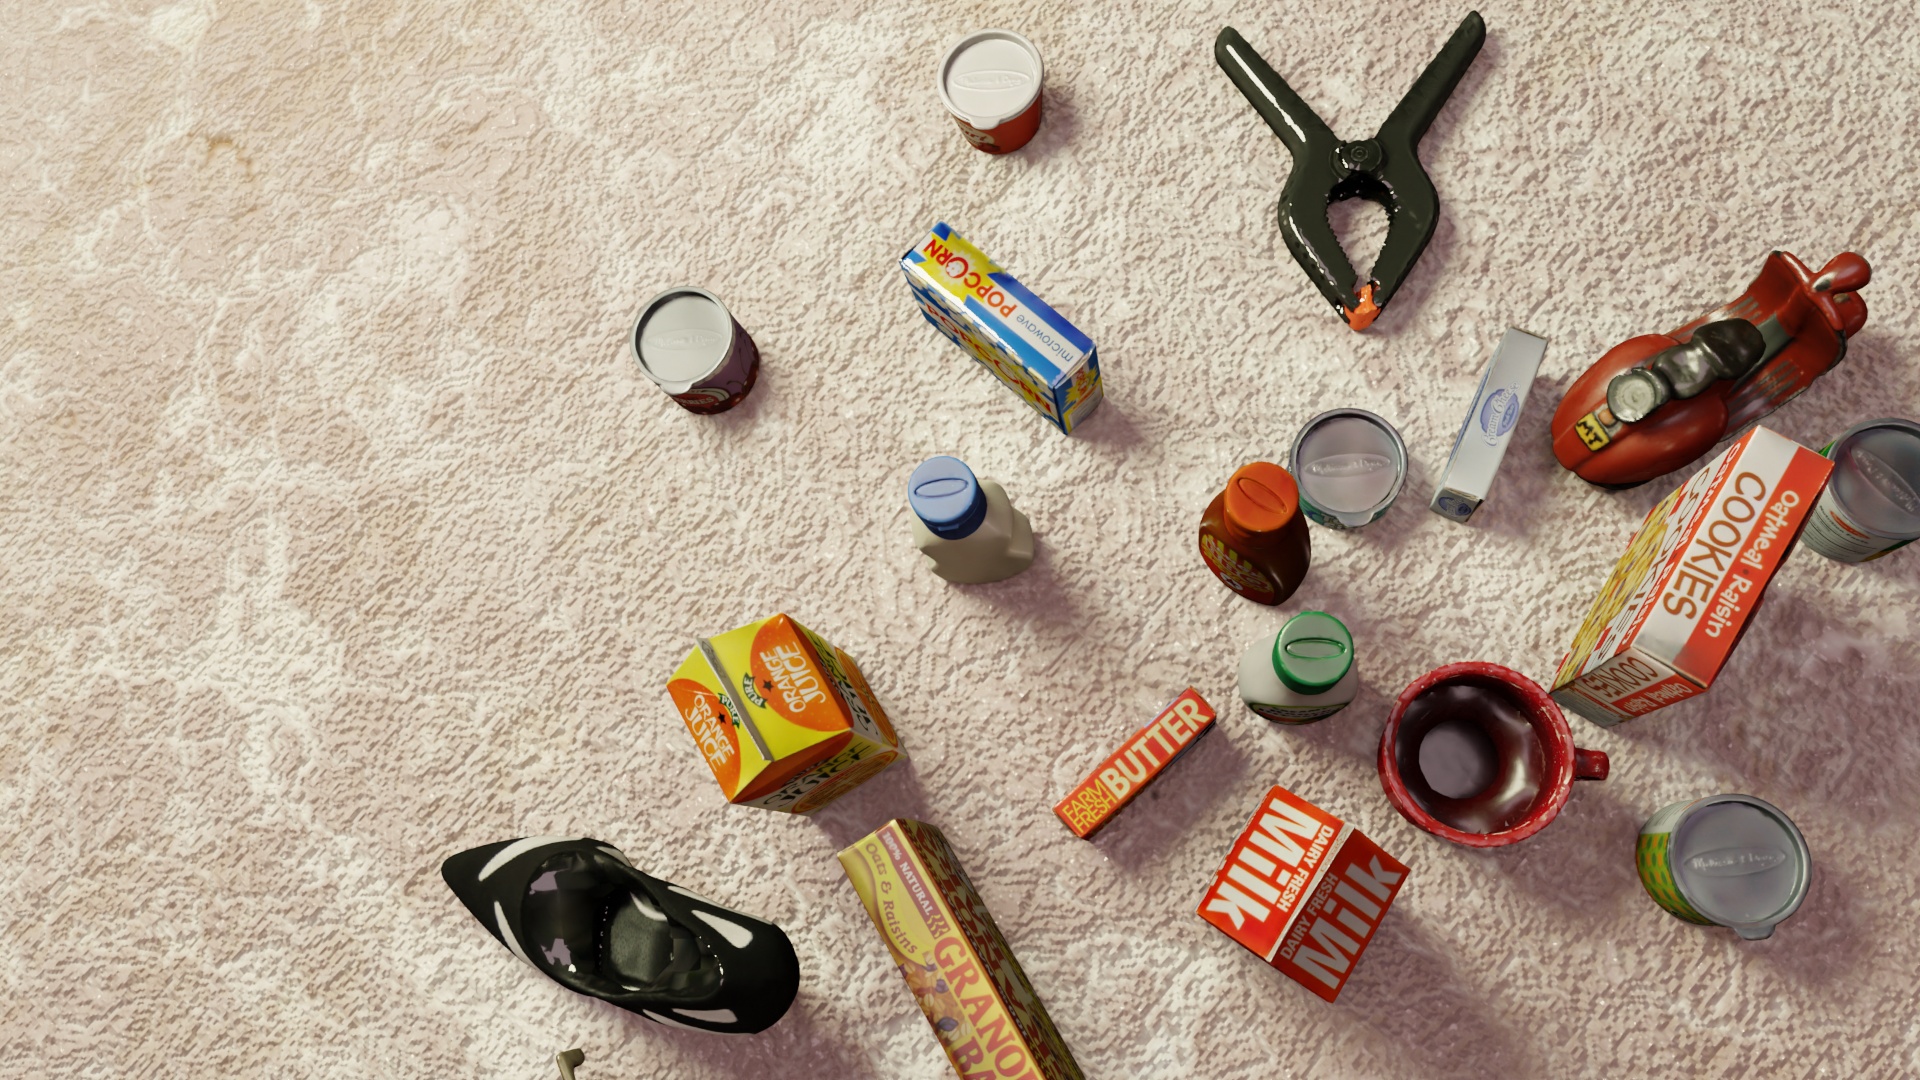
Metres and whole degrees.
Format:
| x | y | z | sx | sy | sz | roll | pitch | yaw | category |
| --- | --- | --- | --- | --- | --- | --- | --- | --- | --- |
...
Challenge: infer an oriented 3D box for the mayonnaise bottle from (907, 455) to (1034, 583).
| x | y | z | sx | sy | sz | roll | pitch | yaw | category |
| --- | --- | --- | --- | --- | --- | --- | --- | --- | --- |
| 0.003 | -0.010 | 0.774 | 0.065 | 0.148 | 0.041 | -8 | 75 | 7 | mayonnaise bottle |

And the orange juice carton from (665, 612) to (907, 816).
| x | y | z | sx | sy | sz | roll | pitch | yaw | category |
| --- | --- | --- | --- | --- | --- | --- | --- | --- | --- |
| -0.093 | 0.095 | 0.740 | 0.073 | 0.192 | 0.072 | -32 | 73 | 1 | orange juice carton |

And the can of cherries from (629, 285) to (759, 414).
| x | y | z | sx | sy | sz | roll | pitch | yaw | category |
| --- | --- | --- | --- | --- | --- | --- | --- | --- | --- |
| -0.167 | -0.116 | 0.876 | 0.071 | 0.058 | 0.071 | -2 | 76 | 9 | can of cherries |

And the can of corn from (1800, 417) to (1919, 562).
| x | y | z | sx | sy | sz | roll | pitch | yaw | category |
| --- | --- | --- | --- | --- | --- | --- | --- | --- | --- |
| 0.490 | -0.027 | 0.745 | 0.071 | 0.058 | 0.071 | -2 | 76 | 9 | can of corn |

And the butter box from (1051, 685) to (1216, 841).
| x | y | z | sx | sy | sz | roll | pitch | yaw | category |
| --- | --- | --- | --- | --- | --- | --- | --- | --- | --- |
| 0.098 | 0.125 | 0.773 | 0.103 | 0.053 | 0.024 | -41 | 74 | -3 | butter box |

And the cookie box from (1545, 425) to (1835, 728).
| x | y | z | sx | sy | sz | roll | pitch | yaw | category |
| --- | --- | --- | --- | --- | --- | --- | --- | --- | --- |
| 0.359 | 0.026 | 0.697 | 0.040 | 0.167 | 0.123 | 31 | 83 | 15 | cookie box |

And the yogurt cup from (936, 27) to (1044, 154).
| x | y | z | sx | sy | sz | roll | pitch | yaw | category |
| --- | --- | --- | --- | --- | --- | --- | --- | --- | --- |
| 0.022 | -0.285 | 0.890 | 0.072 | 0.054 | 0.072 | -2 | 76 | 9 | yogurt cup |

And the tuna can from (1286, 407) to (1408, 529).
| x | y | z | sx | sy | sz | roll | pitch | yaw | category |
| --- | --- | --- | --- | --- | --- | --- | --- | --- | --- |
| 0.224 | -0.039 | 0.805 | 0.071 | 0.032 | 0.071 | -2 | 76 | 9 | tuna can |

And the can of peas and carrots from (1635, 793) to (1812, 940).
| x | y | z | sx | sy | sz | roll | pitch | yaw | category |
| --- | --- | --- | --- | --- | --- | --- | --- | --- | --- |
| 0.390 | 0.167 | 0.712 | 0.071 | 0.058 | 0.071 | -2 | 76 | 9 | can of peas and carrots |

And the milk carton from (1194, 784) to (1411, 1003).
| x | y | z | sx | sy | sz | roll | pitch | yaw | category |
| --- | --- | --- | --- | --- | --- | --- | --- | --- | --- |
| 0.163 | 0.172 | 0.679 | 0.073 | 0.190 | 0.072 | 31 | 83 | 15 | milk carton |

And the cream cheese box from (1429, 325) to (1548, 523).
| x | y | z | sx | sy | sz | roll | pitch | yaw | category |
| --- | --- | --- | --- | --- | --- | --- | --- | --- | --- |
| 0.299 | -0.064 | 0.789 | 0.024 | 0.053 | 0.104 | 23 | 81 | 14 | cream cheese box |

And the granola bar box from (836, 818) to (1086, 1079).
| x | y | z | sx | sy | sz | roll | pitch | yaw | category |
| --- | --- | --- | --- | --- | --- | --- | --- | --- | --- |
| 0.005 | 0.227 | 0.726 | 0.039 | 0.124 | 0.166 | -32 | 73 | 1 | granola bar box |

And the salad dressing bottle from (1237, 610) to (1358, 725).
| x | y | z | sx | sy | sz | roll | pitch | yaw | category |
| --- | --- | --- | --- | --- | --- | --- | --- | --- | --- |
| 0.179 | 0.067 | 0.726 | 0.064 | 0.147 | 0.044 | 0 | 76 | 10 | salad dressing bottle |

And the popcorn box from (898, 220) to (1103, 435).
| x | y | z | sx | sy | sz | roll | pitch | yaw | category |
| --- | --- | --- | --- | --- | --- | --- | --- | --- | --- |
| 0.027 | -0.126 | 0.833 | 0.127 | 0.085 | 0.038 | 42 | 86 | 16 | popcorn box |

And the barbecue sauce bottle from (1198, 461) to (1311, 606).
| x | y | z | sx | sy | sz | roll | pitch | yaw | category |
| --- | --- | --- | --- | --- | --- | --- | --- | --- | --- |
| 0.159 | -0.005 | 0.747 | 0.065 | 0.148 | 0.044 | 38 | 85 | 16 | barbecue sauce bottle |
